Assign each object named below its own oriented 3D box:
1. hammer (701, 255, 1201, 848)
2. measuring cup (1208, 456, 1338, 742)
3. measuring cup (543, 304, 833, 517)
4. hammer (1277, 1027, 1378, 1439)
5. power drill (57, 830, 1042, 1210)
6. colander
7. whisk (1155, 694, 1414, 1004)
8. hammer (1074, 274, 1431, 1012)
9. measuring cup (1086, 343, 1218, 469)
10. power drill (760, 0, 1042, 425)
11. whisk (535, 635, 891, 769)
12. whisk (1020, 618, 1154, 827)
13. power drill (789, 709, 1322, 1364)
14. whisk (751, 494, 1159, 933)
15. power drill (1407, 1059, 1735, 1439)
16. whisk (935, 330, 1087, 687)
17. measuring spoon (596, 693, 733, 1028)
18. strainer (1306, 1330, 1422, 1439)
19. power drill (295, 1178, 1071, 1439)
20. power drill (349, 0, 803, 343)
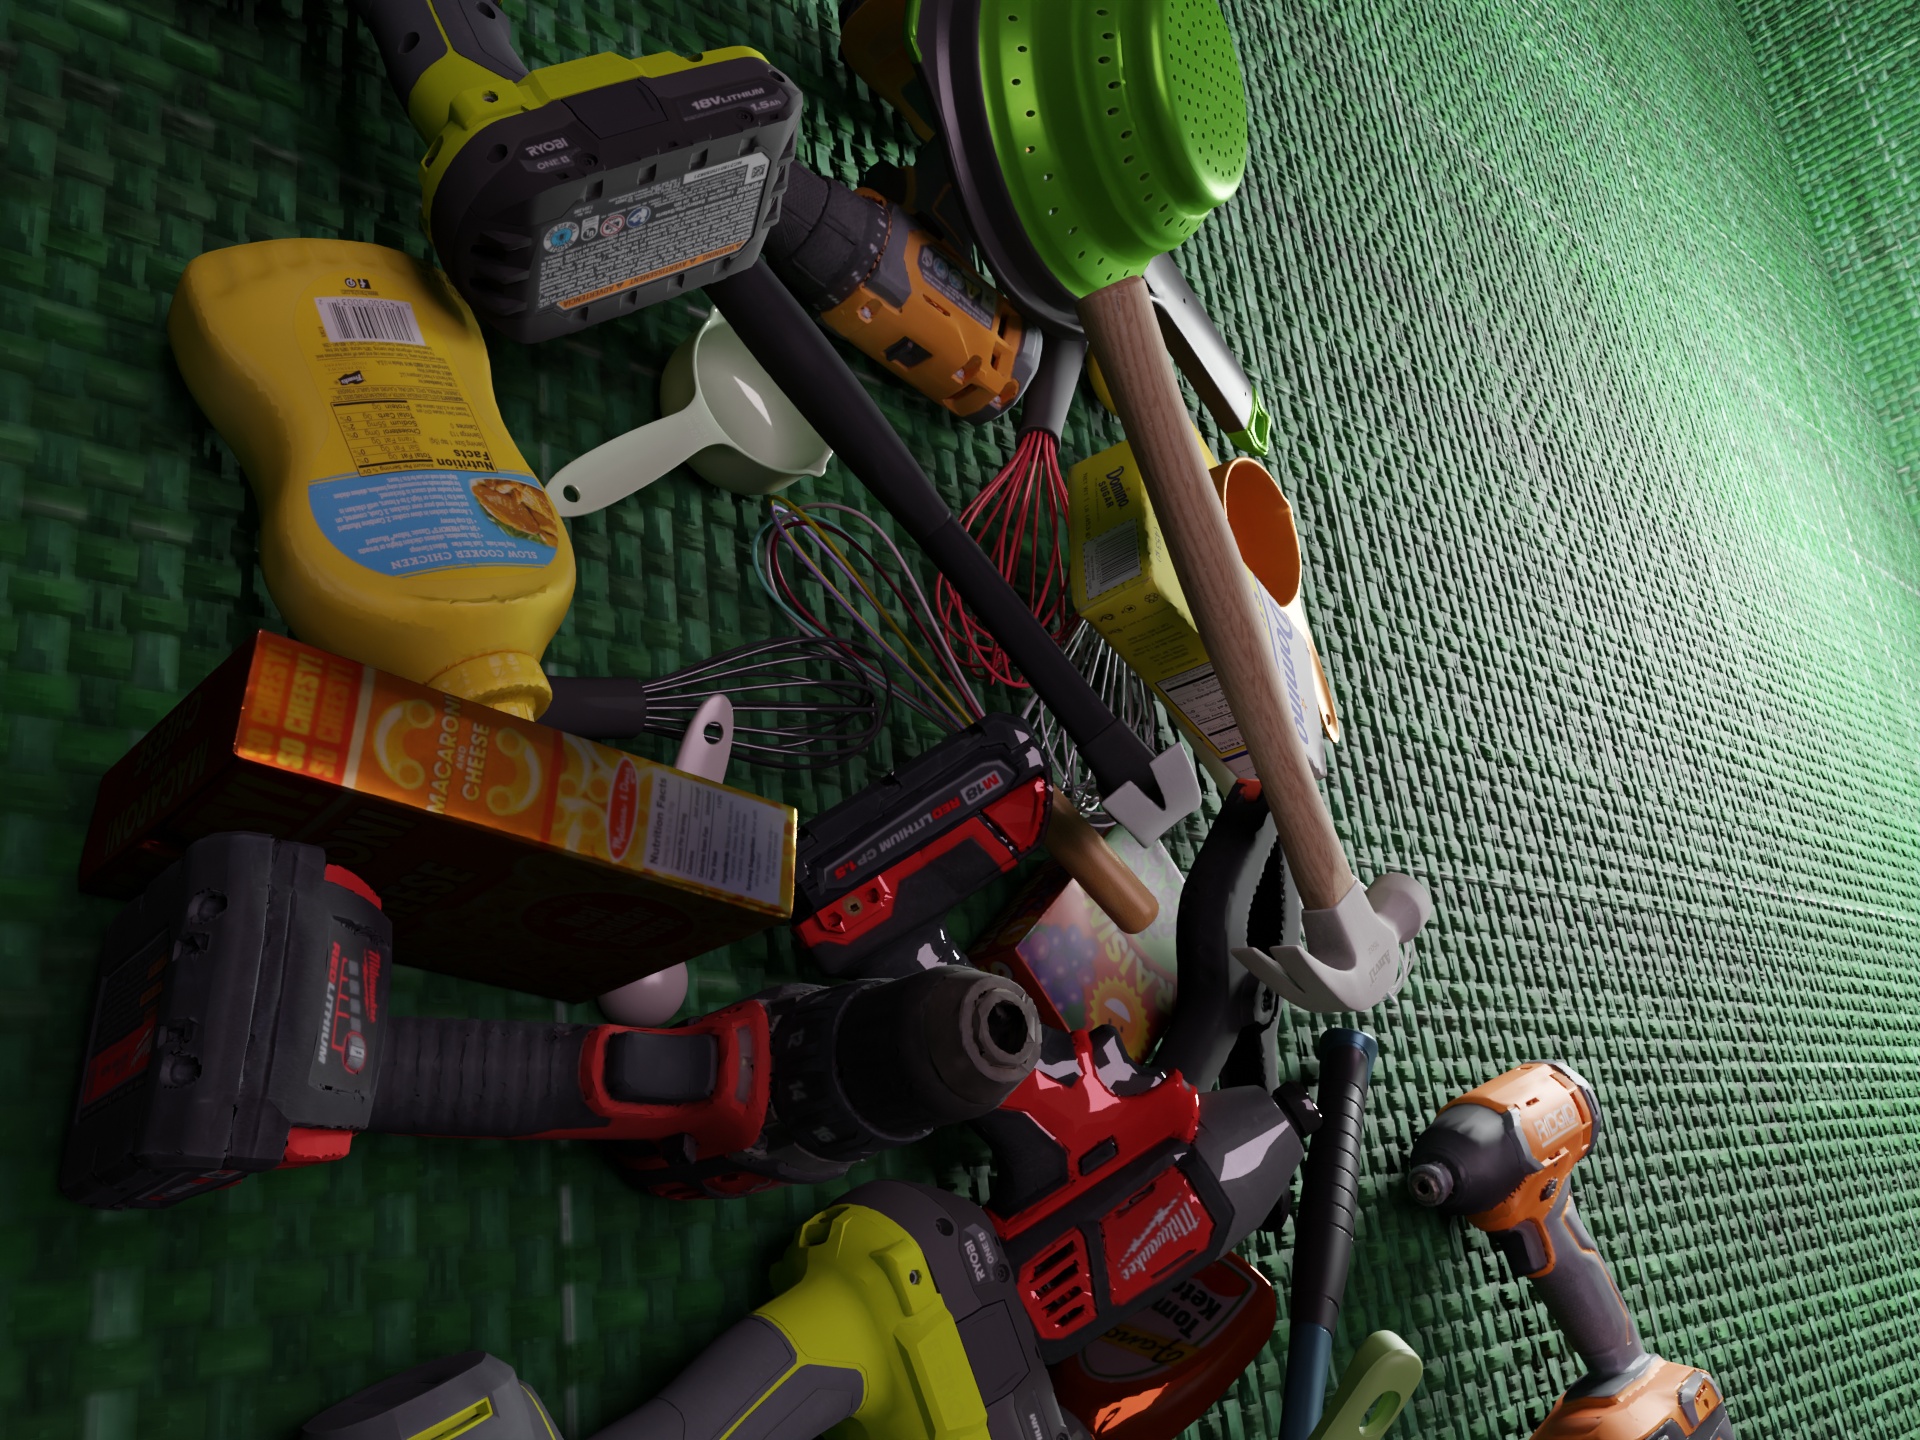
[{"bbox_3d":[-0.019,-0.087,0.623,0.335,0.035,0.146,52,1,1],"label":"hammer"},{"bbox_3d":[0.164,-0.061,0.899,0.095,0.052,0.173,-42,114,-51],"label":"measuring cup"},{"bbox_3d":[-0.116,-0.112,0.645,0.083,0.038,0.167,57,44,-9],"label":"measuring cup"},{"bbox_3d":[0.159,0.266,0.714,0.331,0.033,0.128,-65,159,-49],"label":"hammer"},{"bbox_3d":[-0.108,0.094,0.448,0.226,0.188,0.080,16,62,-36],"label":"power drill"},{"bbox_3d":[0.117,-0.259,0.820,0.396,0.094,0.205,39,54,-49],"label":"colander"},{"bbox_3d":[0.166,0.054,0.853,0.246,0.058,0.059,55,8,-7],"label":"whisk"},{"bbox_3d":[0.119,-0.026,0.679,0.130,0.031,0.331,-35,106,-49],"label":"hammer"},{"bbox_3d":[0.120,-0.166,0.927,0.156,0.029,0.062,51,40,-32],"label":"measuring cup"},{"bbox_3d":[-0.031,-0.280,0.781,0.185,0.084,0.226,28,58,-34],"label":"power drill"},{"bbox_3d":[-0.121,-0.007,0.584,0.238,0.055,0.055,-1,73,-42],"label":"whisk"},{"bbox_3d":[0.077,-0.057,0.801,0.070,0.070,0.285,41,42,-25],"label":"whisk"},{"bbox_3d":[0.032,0.113,0.603,0.143,0.078,0.220,-31,88,-7],"label":"power drill"},{"bbox_3d":[-0.001,-0.002,0.678,0.245,0.047,0.051,48,48,-4],"label":"whisk"},{"bbox_3d":[0.319,0.310,0.860,0.164,0.084,0.227,-5,71,-46],"label":"power drill"},{"bbox_3d":[0.036,-0.126,0.795,0.073,0.073,0.296,39,41,-27],"label":"whisk"},{"bbox_3d":[-0.099,0.050,0.568,0.034,0.018,0.124,20,80,-37],"label":"measuring spoon"},{"bbox_3d":[0.064,0.299,0.536,0.151,0.069,0.256,31,94,-29],"label":"strainer"},{"bbox_3d":[-0.070,0.260,0.488,0.228,0.080,0.190,-15,83,-45],"label":"power drill"},{"bbox_3d":[-0.162,-0.257,0.572,0.171,0.080,0.223,-29,75,-29],"label":"power drill"}]
